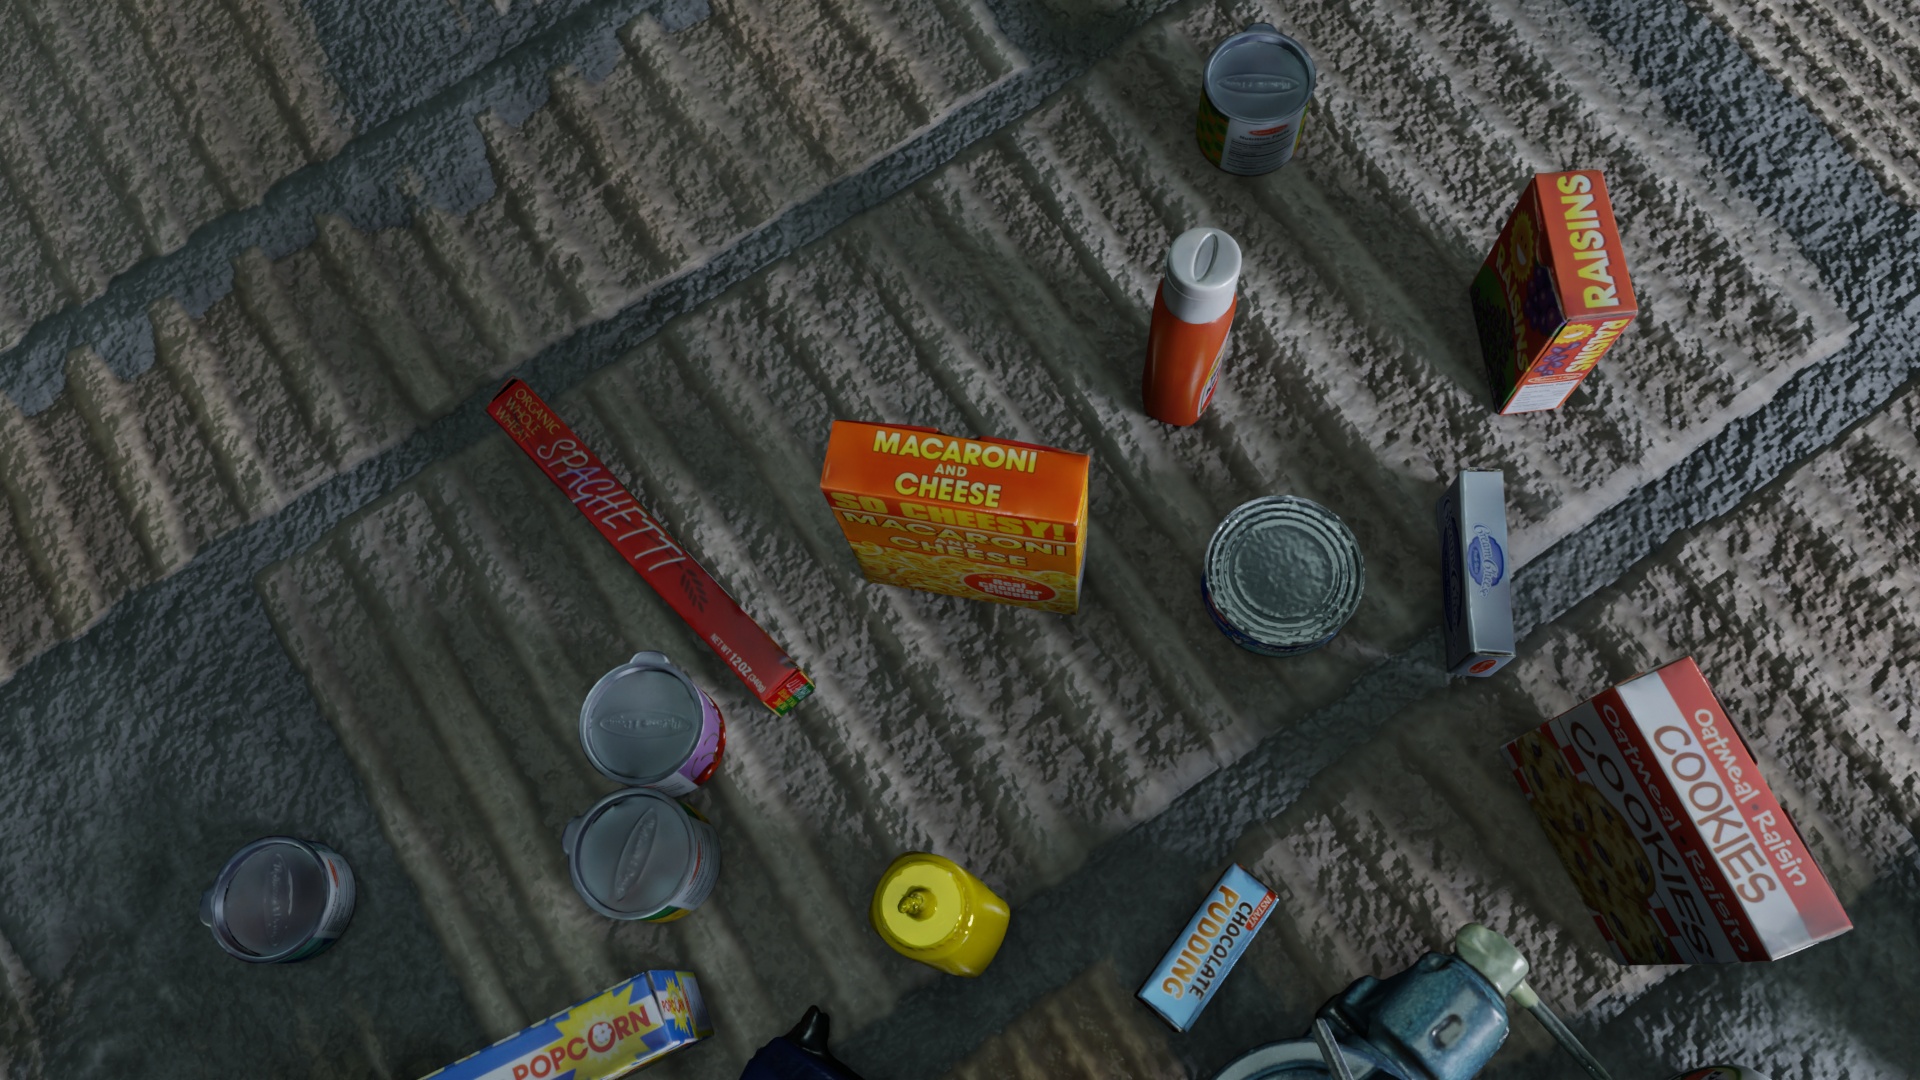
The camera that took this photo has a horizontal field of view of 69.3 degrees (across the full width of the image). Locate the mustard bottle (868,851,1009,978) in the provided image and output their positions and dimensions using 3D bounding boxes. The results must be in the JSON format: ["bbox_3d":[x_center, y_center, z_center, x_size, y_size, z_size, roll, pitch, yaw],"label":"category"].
[{"bbox_3d":[-0.012,0.176,0.662,0.065,0.159,0.049,25,76,12],"label":"mustard bottle"}]

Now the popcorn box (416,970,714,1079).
[{"bbox_3d":[-0.195,0.257,0.688,0.127,0.085,0.038,-25,72,-4],"label":"popcorn box"}]

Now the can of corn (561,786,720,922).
[{"bbox_3d":[-0.167,0.166,0.730,0.071,0.058,0.071,-1,72,4],"label":"can of corn"}]

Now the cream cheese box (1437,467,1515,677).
[{"bbox_3d":[0.277,0.018,0.749,0.024,0.053,0.104,2,72,5],"label":"cream cheese box"}]

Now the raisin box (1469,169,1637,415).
[{"bbox_3d":[0.319,-0.132,0.758,0.040,0.123,0.086,-5,72,3],"label":"raisin box"}]

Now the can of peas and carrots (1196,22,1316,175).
[{"bbox_3d":[0.178,-0.268,0.847,0.071,0.058,0.071,-1,72,4],"label":"can of peas and carrots"}]

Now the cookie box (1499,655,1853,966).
[{"bbox_3d":[0.323,0.132,0.648,0.040,0.167,0.123,-23,72,-3],"label":"cookie box"}]

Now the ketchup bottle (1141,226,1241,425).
[{"bbox_3d":[0.125,-0.117,0.754,0.043,0.148,0.065,16,74,9],"label":"ketchup bottle"}]

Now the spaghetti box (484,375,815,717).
[{"bbox_3d":[-0.179,0.002,0.789,0.029,0.050,0.250,-44,74,-9],"label":"spaghetti box"}]

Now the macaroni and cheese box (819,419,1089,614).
[{"bbox_3d":[0.003,-0.009,0.718,0.124,0.166,0.040,8,73,7],"label":"macaroni and cheese box"}]

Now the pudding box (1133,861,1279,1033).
[{"bbox_3d":[0.124,0.206,0.700,0.030,0.049,0.084,36,78,14],"label":"pudding box"}]

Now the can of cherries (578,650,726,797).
[{"bbox_3d":[-0.164,0.100,0.751,0.071,0.058,0.071,-1,72,4],"label":"can of cherries"}]

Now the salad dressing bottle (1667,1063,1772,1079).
[{"bbox_3d":[0.353,0.265,0.612,0.044,0.147,0.064,40,79,15],"label":"salad dressing bottle"}]

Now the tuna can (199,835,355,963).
[{"bbox_3d":[-0.367,0.194,0.749,0.071,0.032,0.071,-1,72,4],"label":"tuna can"}]
